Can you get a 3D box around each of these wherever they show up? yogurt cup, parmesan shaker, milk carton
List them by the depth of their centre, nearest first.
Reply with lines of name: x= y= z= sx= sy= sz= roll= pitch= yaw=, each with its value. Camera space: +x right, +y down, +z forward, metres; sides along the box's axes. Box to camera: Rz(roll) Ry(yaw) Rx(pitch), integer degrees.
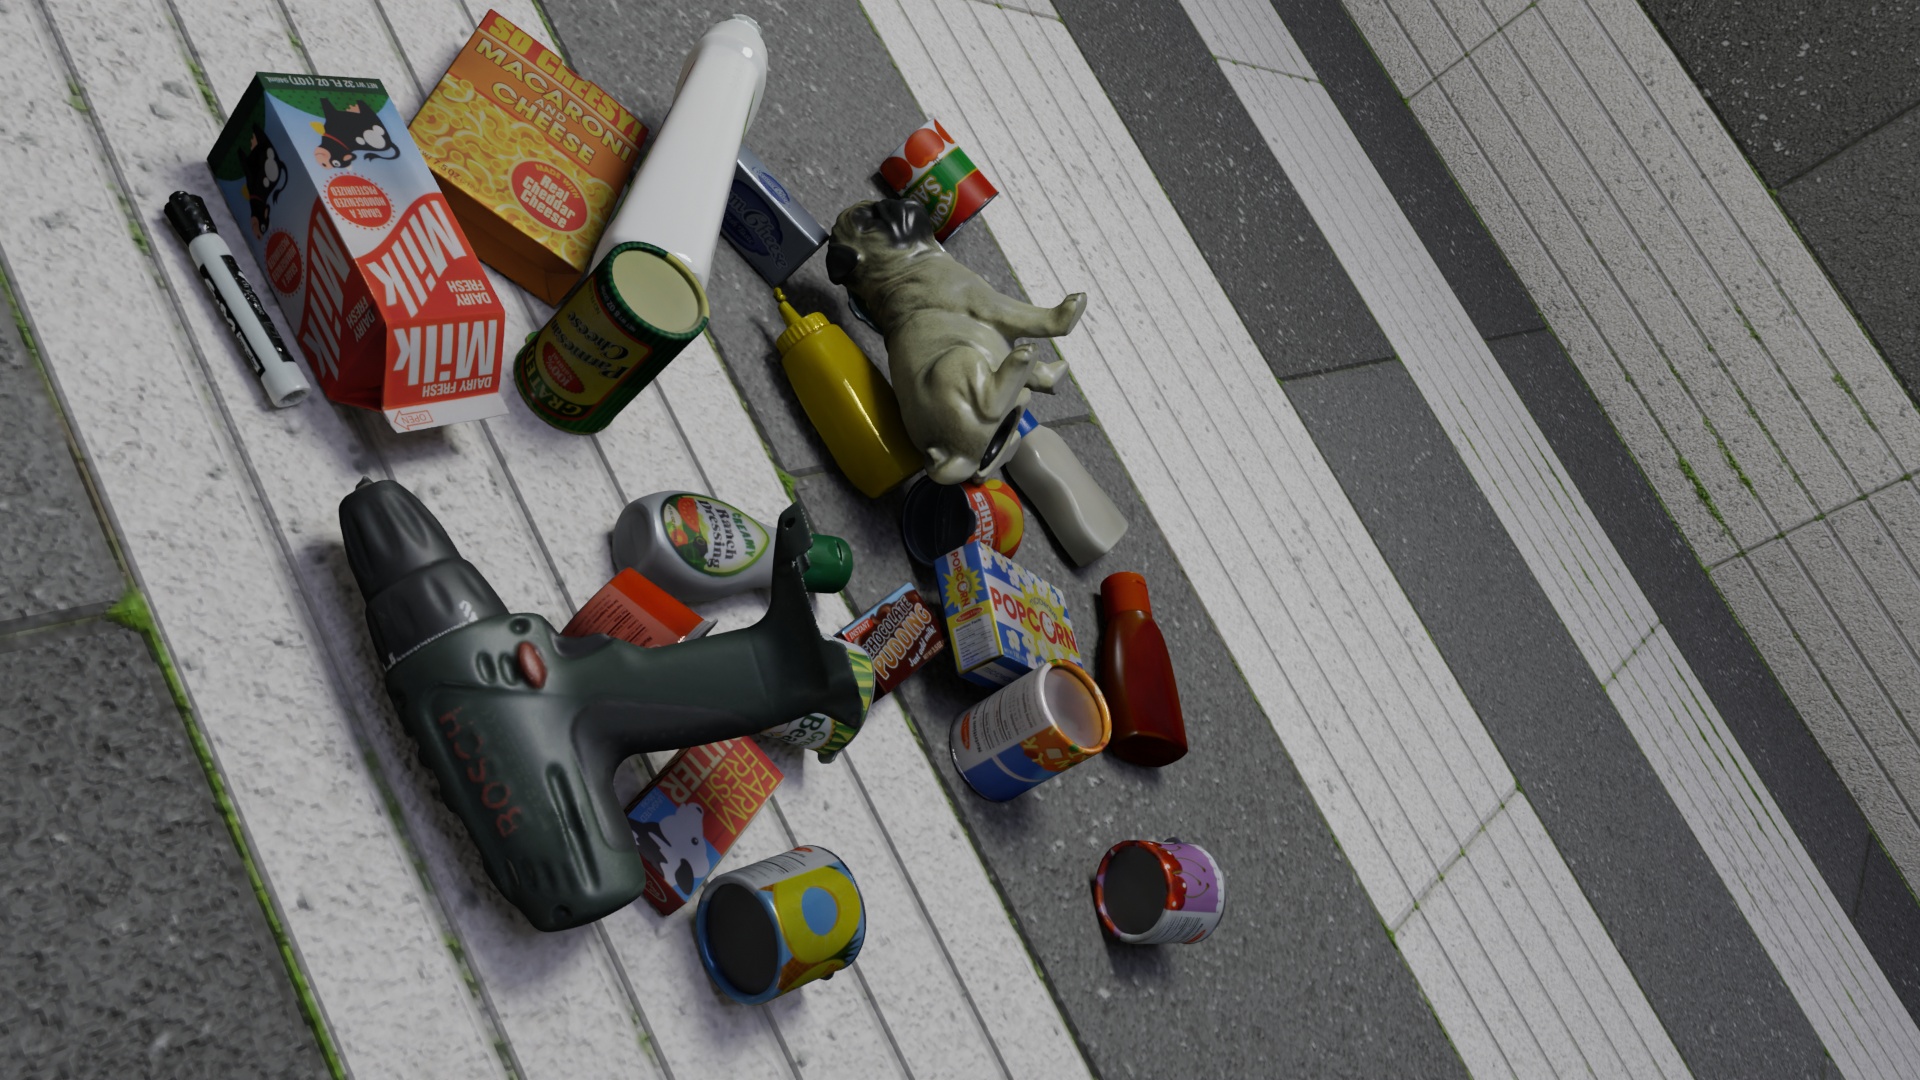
milk carton: x=-0.304 y=-0.141 z=0.718 sx=0.072 sy=0.073 sz=0.190 roll=-21 pitch=79 yaw=-53
yogurt cup: x=-0.172 y=0.051 z=0.723 sx=0.054 sy=0.072 sz=0.073 roll=43 pitch=37 yaw=-3
parmesan shaker: x=-0.200 y=-0.117 z=0.790 sx=0.071 sy=0.102 sz=0.072 roll=29 pitch=43 yaw=-31

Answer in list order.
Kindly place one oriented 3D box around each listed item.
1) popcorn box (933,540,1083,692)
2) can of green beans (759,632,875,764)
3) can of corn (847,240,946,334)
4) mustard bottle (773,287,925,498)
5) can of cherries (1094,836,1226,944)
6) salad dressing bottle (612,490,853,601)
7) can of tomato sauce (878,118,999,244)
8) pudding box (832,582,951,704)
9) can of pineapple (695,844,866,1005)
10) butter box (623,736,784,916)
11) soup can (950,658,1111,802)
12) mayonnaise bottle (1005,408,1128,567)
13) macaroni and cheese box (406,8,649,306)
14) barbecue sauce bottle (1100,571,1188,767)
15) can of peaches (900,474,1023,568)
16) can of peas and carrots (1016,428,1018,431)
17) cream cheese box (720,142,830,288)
popcorn box: x=0.035 y=0.061 z=0.940 sx=0.126 sy=0.038 sz=0.085 roll=31 pitch=39 yaw=-53
can of green beans: x=-0.091 y=0.082 z=0.785 sx=0.058 sy=0.071 sz=0.071 roll=24 pitch=46 yaw=-34
can of corn: x=-0.045 y=-0.198 z=1.067 sx=0.071 sy=0.058 sz=0.071 roll=29 pitch=43 yaw=-31
mustard bottle: x=-0.084 y=-0.106 z=0.958 sx=0.160 sy=0.048 sz=0.065 roll=56 pitch=30 yaw=3
can of cherries: x=0.130 y=0.230 z=0.916 sx=0.058 sy=0.071 sz=0.072 roll=14 pitch=52 yaw=-41
salad dressing bottle: x=-0.130 y=0.007 z=0.820 sx=0.148 sy=0.043 sz=0.064 roll=9 pitch=54 yaw=-45
can of tomato sauce: x=-0.020 y=-0.302 z=1.173 sx=0.083 sy=0.071 sz=0.071 roll=48 pitch=36 yaw=-8
pudding box: x=-0.048 y=0.066 z=0.877 sx=0.049 sy=0.030 sz=0.084 roll=55 pitch=36 yaw=0
can of pineapple: x=-0.090 y=0.194 z=0.697 sx=0.058 sy=0.070 sz=0.071 roll=-7 pitch=67 yaw=-50
butter box: x=-0.138 y=0.139 z=0.722 sx=0.053 sy=0.024 sz=0.104 roll=49 pitch=37 yaw=-8
soup can: x=0.047 y=0.123 z=0.892 sx=0.071 sy=0.083 sz=0.072 roll=29 pitch=43 yaw=-31
mayonnaise bottle: x=0.070 y=-0.052 z=1.095 sx=0.148 sy=0.041 sz=0.065 roll=52 pitch=34 yaw=-2
macaroni and cheese box: x=-0.271 y=-0.240 z=0.862 sx=0.123 sy=0.040 sz=0.167 roll=35 pitch=41 yaw=-27
barbecue sauce bottle: x=0.132 y=0.093 z=1.046 sx=0.065 sy=0.043 sz=0.149 roll=25 pitch=44 yaw=-34
can of peaches: x=0.003 y=-0.012 z=0.963 sx=0.058 sy=0.071 sz=0.071 roll=4 pitch=59 yaw=-48
can of peas and carrots: x=0.005 y=-0.101 z=1.039 sx=0.059 sy=0.070 sz=0.071 roll=-19 pitch=77 yaw=-52
cream cheese box: x=-0.148 y=-0.235 z=0.985 sx=0.103 sy=0.053 sz=0.024 roll=46 pitch=35 yaw=-11
